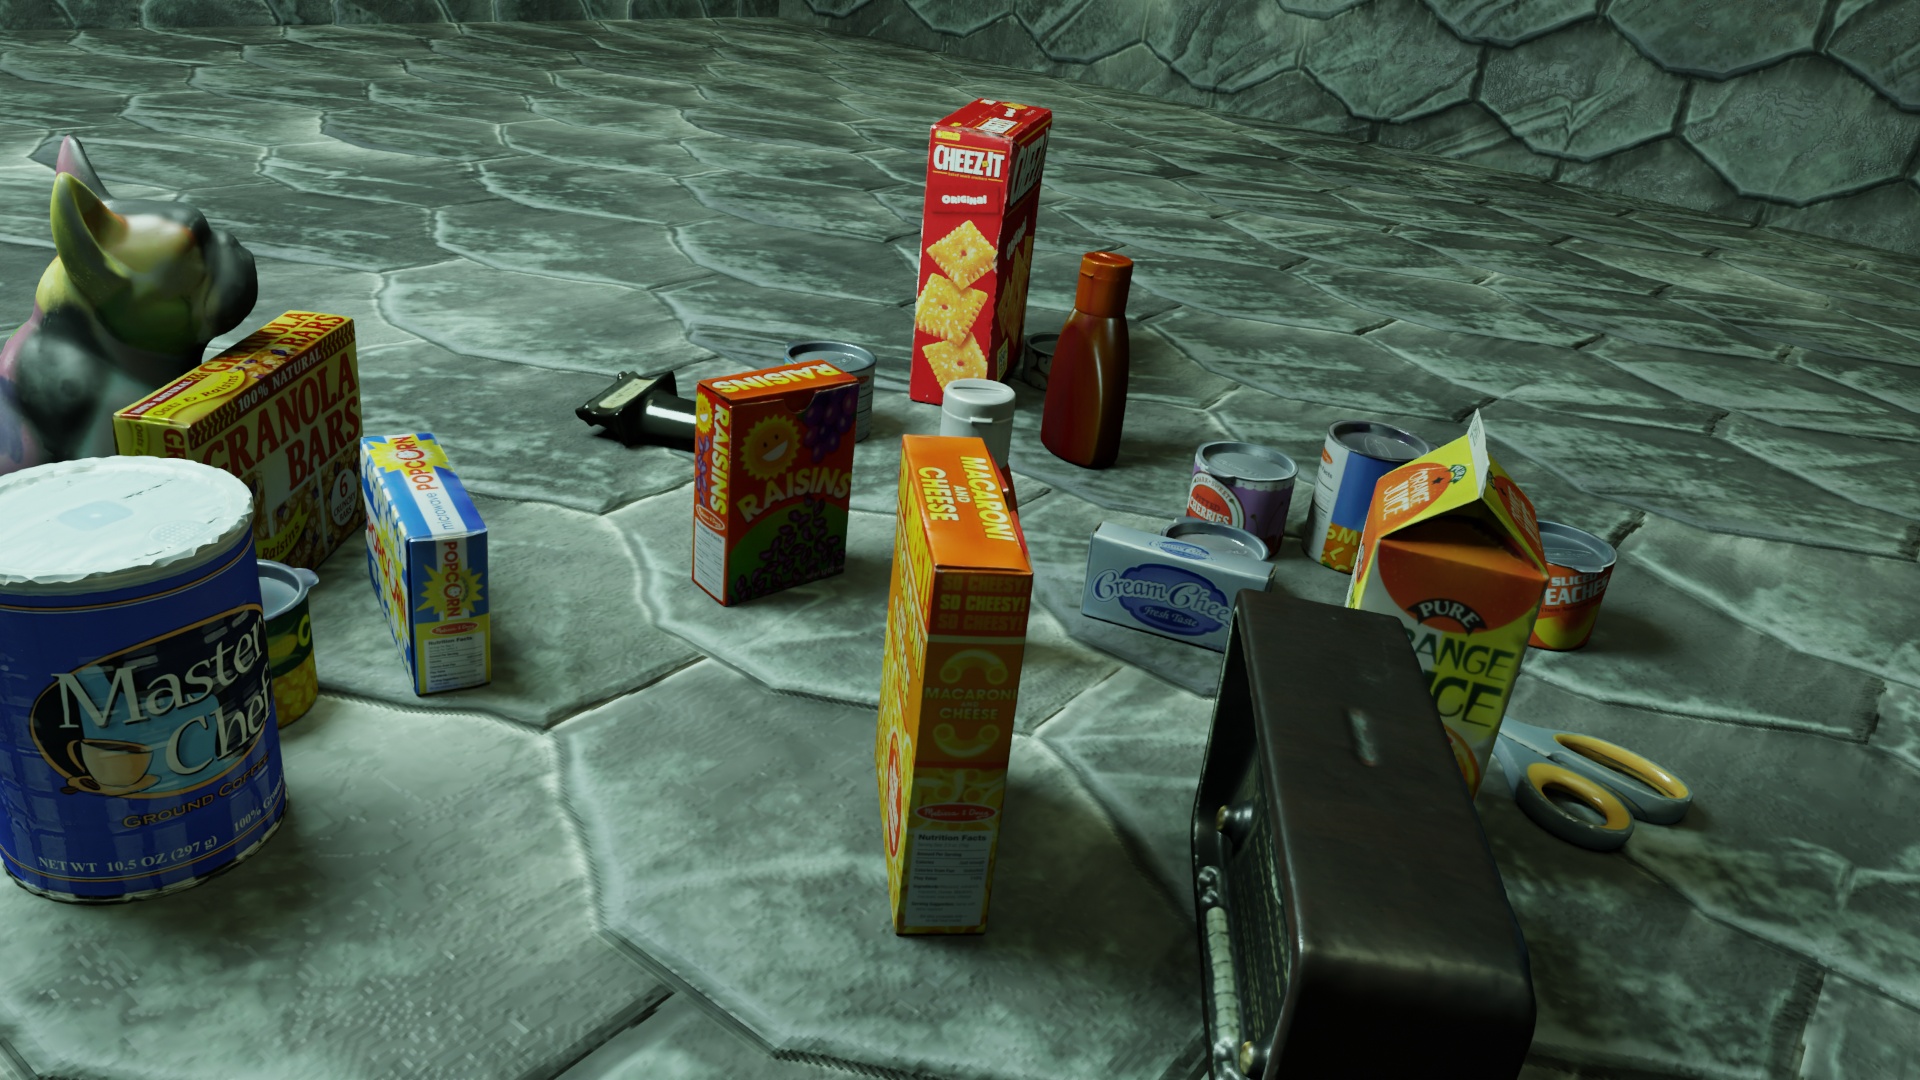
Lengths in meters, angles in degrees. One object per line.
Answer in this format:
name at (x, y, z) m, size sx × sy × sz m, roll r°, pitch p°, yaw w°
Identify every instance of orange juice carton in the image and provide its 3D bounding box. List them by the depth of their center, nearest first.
orange juice carton at (0.210, 0.041, 0.626) m, size 0.073 × 0.191 × 0.072 m, roll 13°, pitch 26°, yaw 12°

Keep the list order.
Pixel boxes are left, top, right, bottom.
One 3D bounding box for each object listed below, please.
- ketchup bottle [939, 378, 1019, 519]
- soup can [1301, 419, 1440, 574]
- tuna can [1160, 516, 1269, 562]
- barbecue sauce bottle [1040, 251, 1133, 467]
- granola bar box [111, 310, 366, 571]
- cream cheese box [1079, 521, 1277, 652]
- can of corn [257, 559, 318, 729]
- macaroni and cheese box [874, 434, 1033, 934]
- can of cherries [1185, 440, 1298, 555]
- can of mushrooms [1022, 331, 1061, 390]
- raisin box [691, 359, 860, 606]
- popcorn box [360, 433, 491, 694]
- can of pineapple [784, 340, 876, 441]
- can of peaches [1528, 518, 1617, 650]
ketchup bottle at (0.003, -0.009, 0.727) m, size 0.065 × 0.148 × 0.044 m, roll 4°, pitch 26°, yaw -7°
soup can at (0.265, -0.027, 0.902) m, size 0.071 × 0.083 × 0.071 m, roll 6°, pitch 26°, yaw -3°
tuna can at (0.151, 0.015, 0.846) m, size 0.071 × 0.032 × 0.071 m, roll 6°, pitch 26°, yaw -3°
barbecue sauce bottle at (0.094, -0.130, 0.997) m, size 0.044 × 0.147 × 0.065 m, roll -13°, pitch 32°, yaw -36°
granola bar box at (-0.364, -0.035, 0.718) m, size 0.039 × 0.123 × 0.166 m, roll 7°, pitch 26°, yaw 0°
cream cheese box at (0.122, 0.028, 0.789) m, size 0.104 × 0.053 × 0.024 m, roll 15°, pitch 27°, yaw 16°
can of corn at (-0.328, 0.048, 0.632) m, size 0.071 × 0.058 × 0.071 m, roll 6°, pitch 26°, yaw -3°
macaroni and cheese box at (-0.007, 0.056, 0.572) m, size 0.040 × 0.165 × 0.124 m, roll 2°, pitch 26°, yaw -9°
can of cherries at (0.180, -0.027, 0.909) m, size 0.071 × 0.058 × 0.072 m, roll 6°, pitch 26°, yaw -3°
can of mushrooms at (0.088, -0.149, 1.163) m, size 0.071 × 0.033 × 0.071 m, roll 6°, pitch 26°, yaw -3°
raisin box at (-0.105, -0.033, 0.779) m, size 0.086 × 0.122 × 0.040 m, roll -15°, pitch 33°, yaw -38°
popcorn box at (-0.269, 0.008, 0.697) m, size 0.038 × 0.084 × 0.127 m, roll -9°, pitch 30°, yaw -29°
can of pineapple at (-0.097, -0.108, 1.008) m, size 0.071 × 0.057 × 0.071 m, roll 6°, pitch 26°, yaw -3°
can of peaches at (0.356, 0.027, 0.842) m, size 0.071 × 0.057 × 0.071 m, roll 6°, pitch 26°, yaw -3°
